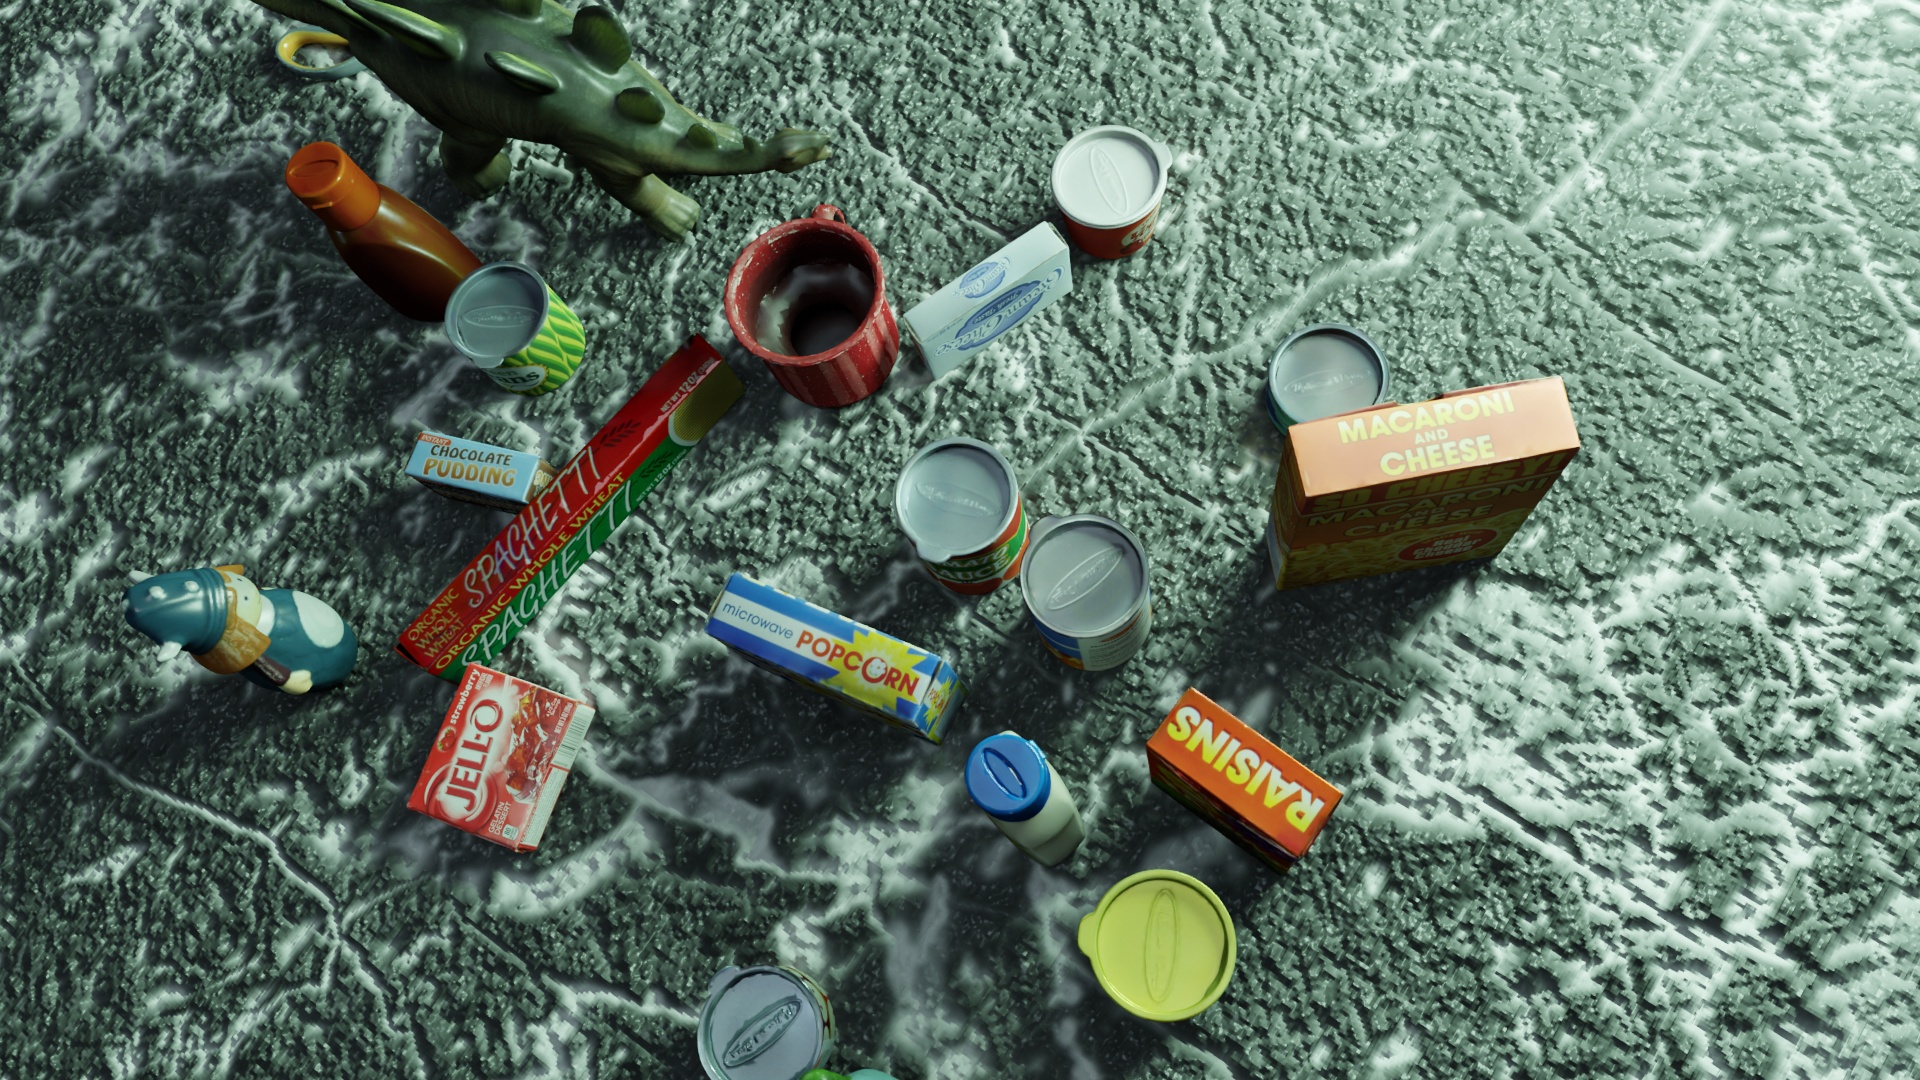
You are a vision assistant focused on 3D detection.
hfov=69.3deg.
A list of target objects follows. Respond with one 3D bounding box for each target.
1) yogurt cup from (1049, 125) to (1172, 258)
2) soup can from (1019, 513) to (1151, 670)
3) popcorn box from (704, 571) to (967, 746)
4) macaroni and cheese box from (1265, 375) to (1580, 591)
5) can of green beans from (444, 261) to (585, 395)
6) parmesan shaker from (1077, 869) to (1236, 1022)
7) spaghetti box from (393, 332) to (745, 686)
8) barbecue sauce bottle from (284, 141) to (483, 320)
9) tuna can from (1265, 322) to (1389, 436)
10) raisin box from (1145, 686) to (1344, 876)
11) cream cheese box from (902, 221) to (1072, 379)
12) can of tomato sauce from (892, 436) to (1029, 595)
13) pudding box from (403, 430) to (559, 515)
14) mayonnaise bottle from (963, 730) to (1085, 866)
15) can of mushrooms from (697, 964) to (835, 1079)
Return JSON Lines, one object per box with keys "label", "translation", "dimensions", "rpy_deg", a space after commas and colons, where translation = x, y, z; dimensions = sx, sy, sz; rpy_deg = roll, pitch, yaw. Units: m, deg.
{"label": "yogurt cup", "translation": [0.089, -0.205, 0.831], "dimensions": [0.072, 0.054, 0.072], "rpy_deg": [-2, 72, 8]}
{"label": "soup can", "translation": [0.067, 0.027, 0.743], "dimensions": [0.071, 0.083, 0.071], "rpy_deg": [-2, 72, 8]}
{"label": "popcorn box", "translation": [-0.066, 0.065, 0.750], "dimensions": [0.127, 0.085, 0.038], "rpy_deg": [21, 77, 14]}
{"label": "macaroni and cheese box", "translation": [0.220, -0.023, 0.693], "dimensions": [0.124, 0.166, 0.040], "rpy_deg": [-10, 72, 5]}
{"label": "can of green beans", "translation": [-0.274, -0.130, 0.859], "dimensions": [0.071, 0.057, 0.071], "rpy_deg": [-2, 72, 8]}
{"label": "parmesan shaker", "translation": [0.095, 0.196, 0.673], "dimensions": [0.071, 0.103, 0.071], "rpy_deg": [-3, 72, 8]}
{"label": "spaghetti box", "translation": [-0.226, -0.017, 0.819], "dimensions": [0.029, 0.050, 0.250], "rpy_deg": [39, 82, 18]}
{"label": "barbecue sauce bottle", "translation": [-0.348, -0.184, 0.839], "dimensions": [0.065, 0.148, 0.044], "rpy_deg": [-8, 72, 6]}
{"label": "tuna can", "translation": [0.207, -0.084, 0.785], "dimensions": [0.071, 0.032, 0.071], "rpy_deg": [-2, 72, 8]}
{"label": "raisin box", "translation": [0.136, 0.121, 0.681], "dimensions": [0.086, 0.123, 0.040], "rpy_deg": [36, 81, 17]}
{"label": "cream cheese box", "translation": [0.017, -0.141, 0.821], "dimensions": [0.104, 0.053, 0.024], "rpy_deg": [-34, 71, -3]}
{"label": "can of tomato sauce", "translation": [0.003, -0.010, 0.765], "dimensions": [0.071, 0.083, 0.071], "rpy_deg": [-2, 72, 8]}
{"label": "pudding box", "translation": [-0.282, -0.038, 0.834], "dimensions": [0.084, 0.049, 0.030], "rpy_deg": [13, 75, 12]}
{"label": "mayonnaise bottle", "translation": [0.029, 0.124, 0.683], "dimensions": [0.041, 0.147, 0.065], "rpy_deg": [-40, 71, -5]}
{"label": "can of mushrooms", "translation": [-0.101, 0.253, 0.721], "dimensions": [0.071, 0.033, 0.071], "rpy_deg": [-2, 72, 8]}
